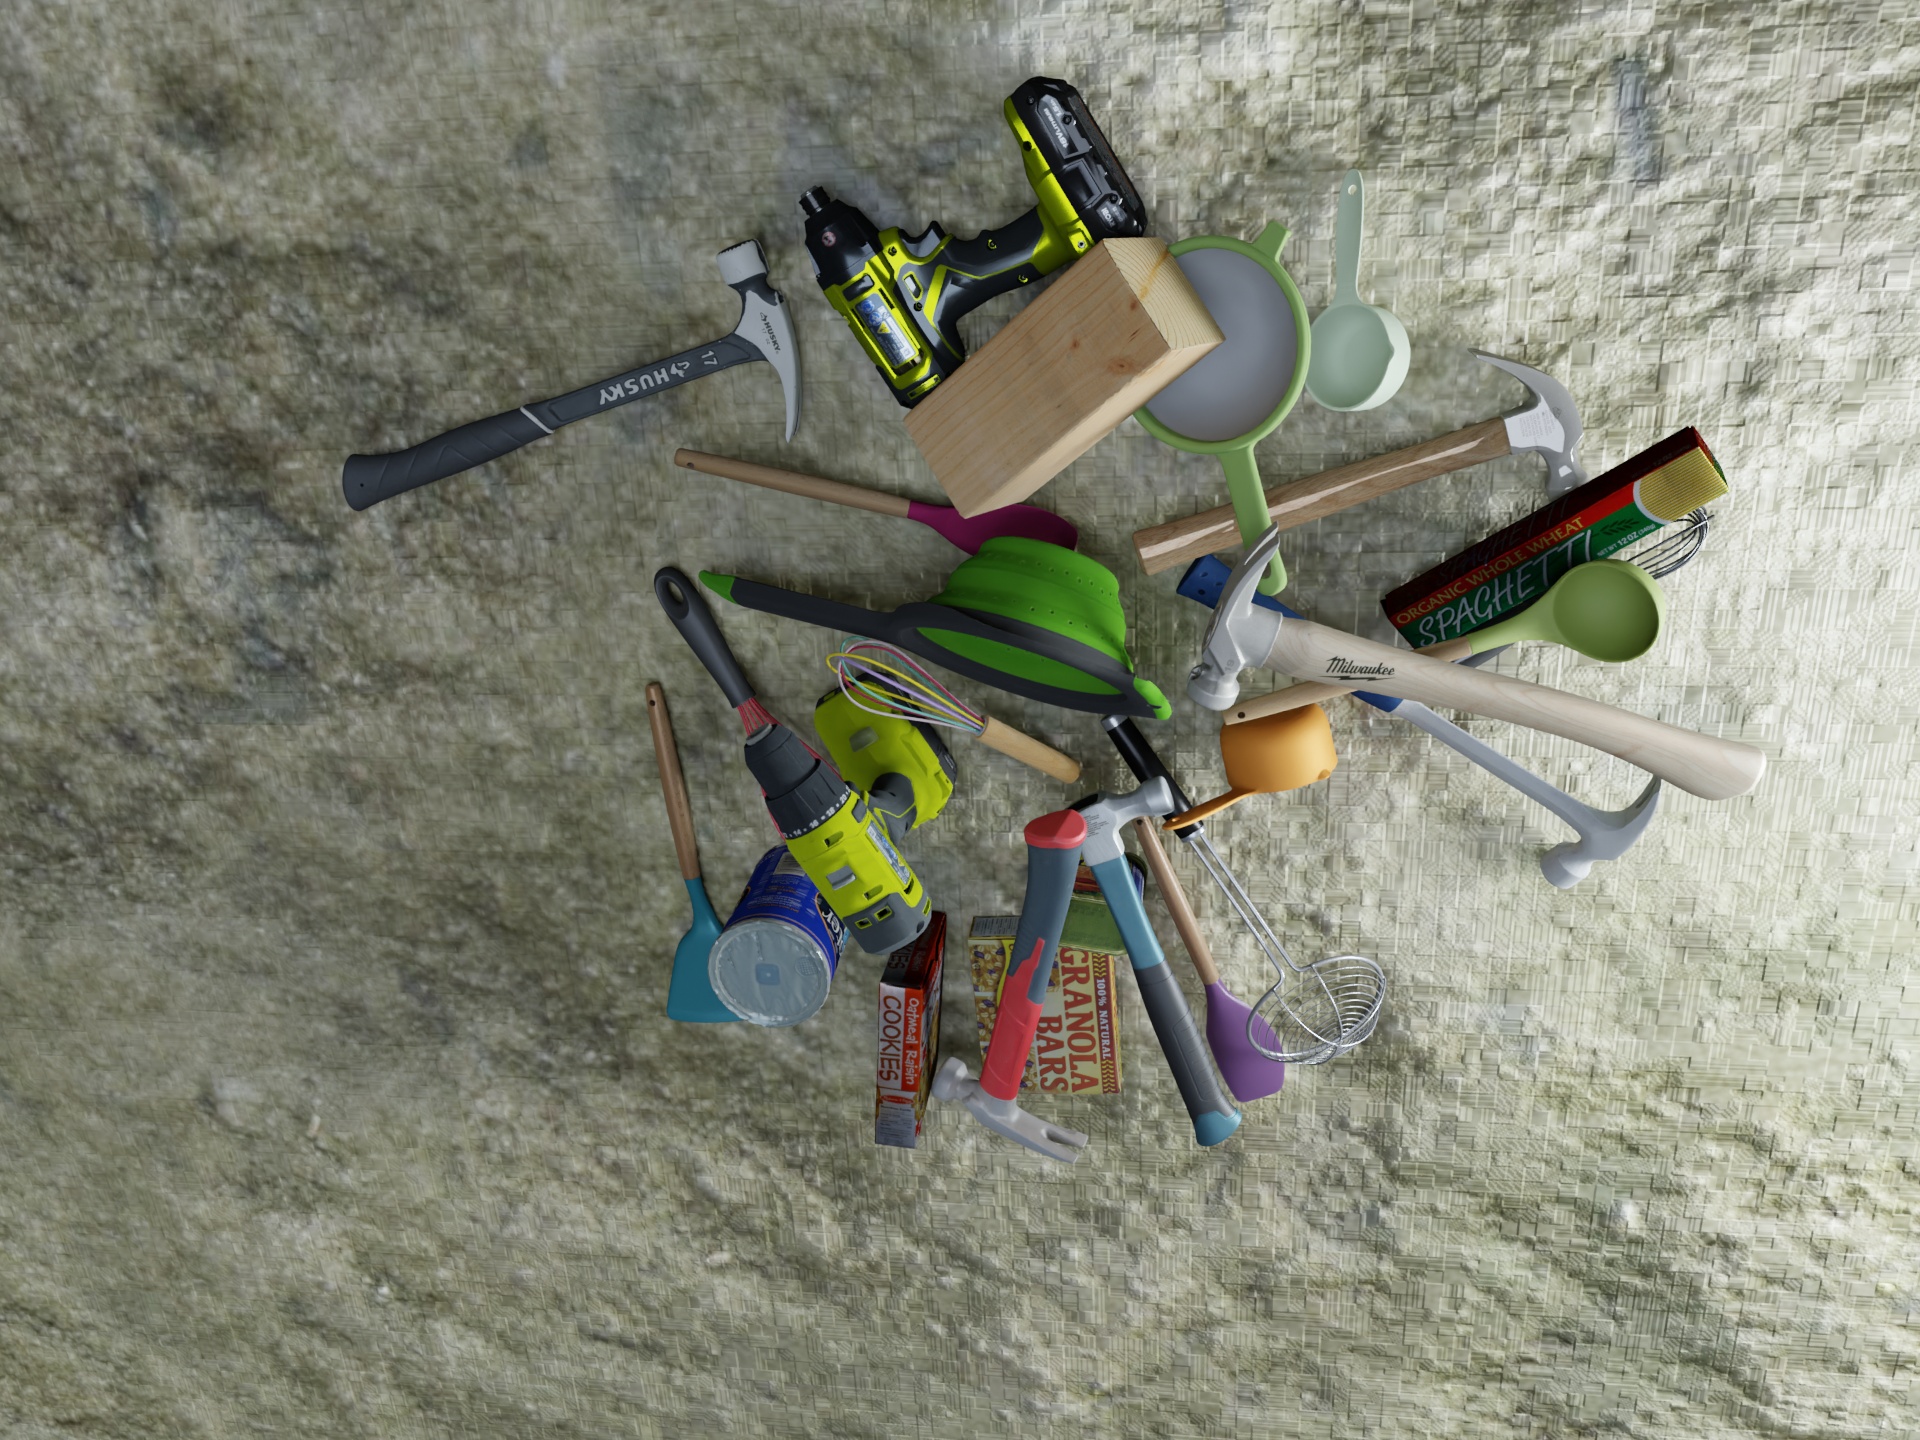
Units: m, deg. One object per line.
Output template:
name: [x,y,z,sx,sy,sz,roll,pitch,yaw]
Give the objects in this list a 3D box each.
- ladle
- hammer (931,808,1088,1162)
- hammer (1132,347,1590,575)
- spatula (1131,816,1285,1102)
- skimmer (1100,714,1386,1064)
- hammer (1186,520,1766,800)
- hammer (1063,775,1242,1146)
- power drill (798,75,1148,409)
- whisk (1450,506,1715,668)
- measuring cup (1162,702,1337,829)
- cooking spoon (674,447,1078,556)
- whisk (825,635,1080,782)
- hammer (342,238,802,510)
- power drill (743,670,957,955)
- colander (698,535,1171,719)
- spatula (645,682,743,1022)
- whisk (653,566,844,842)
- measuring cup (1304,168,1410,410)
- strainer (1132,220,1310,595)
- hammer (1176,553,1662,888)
ladle: [0.348,-0.044,1.165,0.320,0.062,0.078,-17,105,12]
hammer: [0.066,0.220,1.285,0.143,0.038,0.386,25,135,15]
hammer: [0.288,-0.176,1.176,0.331,0.031,0.130,-17,108,10]
spatula: [0.211,0.204,1.379,0.060,0.018,0.315,-22,110,12]
skimmer: [0.228,0.139,1.341,0.127,0.090,0.363,-34,94,9]
hammer: [0.379,-0.025,1.132,0.410,0.038,0.146,15,128,-4]
hammer: [0.158,0.206,1.285,0.128,0.033,0.330,-18,109,15]
power drill: [0.004,-0.350,1.137,0.223,0.080,0.171,-28,107,22]
whisk: [0.451,-0.092,1.196,0.239,0.055,0.055,-34,105,24]
measuring cup: [0.215,0.031,1.230,0.095,0.173,0.052,9,118,54]
cooking spoon: [-0.065,-0.171,1.238,0.319,0.017,0.068,12,142,-3]
whisk: [-0.003,-0.004,1.275,0.244,0.051,0.047,26,127,-27]
hammer: [-0.314,-0.240,1.258,0.409,0.036,0.149,-16,111,16]
power drill: [-0.083,0.051,1.241,0.080,0.229,0.190,-29,106,19]
colander: [-0.018,-0.099,1.239,0.397,0.204,0.094,15,81,19]
spatula: [-0.243,0.119,1.399,0.082,0.044,0.317,-2,112,14]
whisk: [-0.171,0.000,1.331,0.073,0.073,0.295,-28,101,19]
measuring cup: [0.285,-0.304,1.131,0.083,0.038,0.167,7,98,48]
strainer: [0.202,-0.219,1.144,0.151,0.069,0.256,-11,100,35]
hammer: [0.352,-0.013,1.234,0.405,0.035,0.144,32,140,-2]
